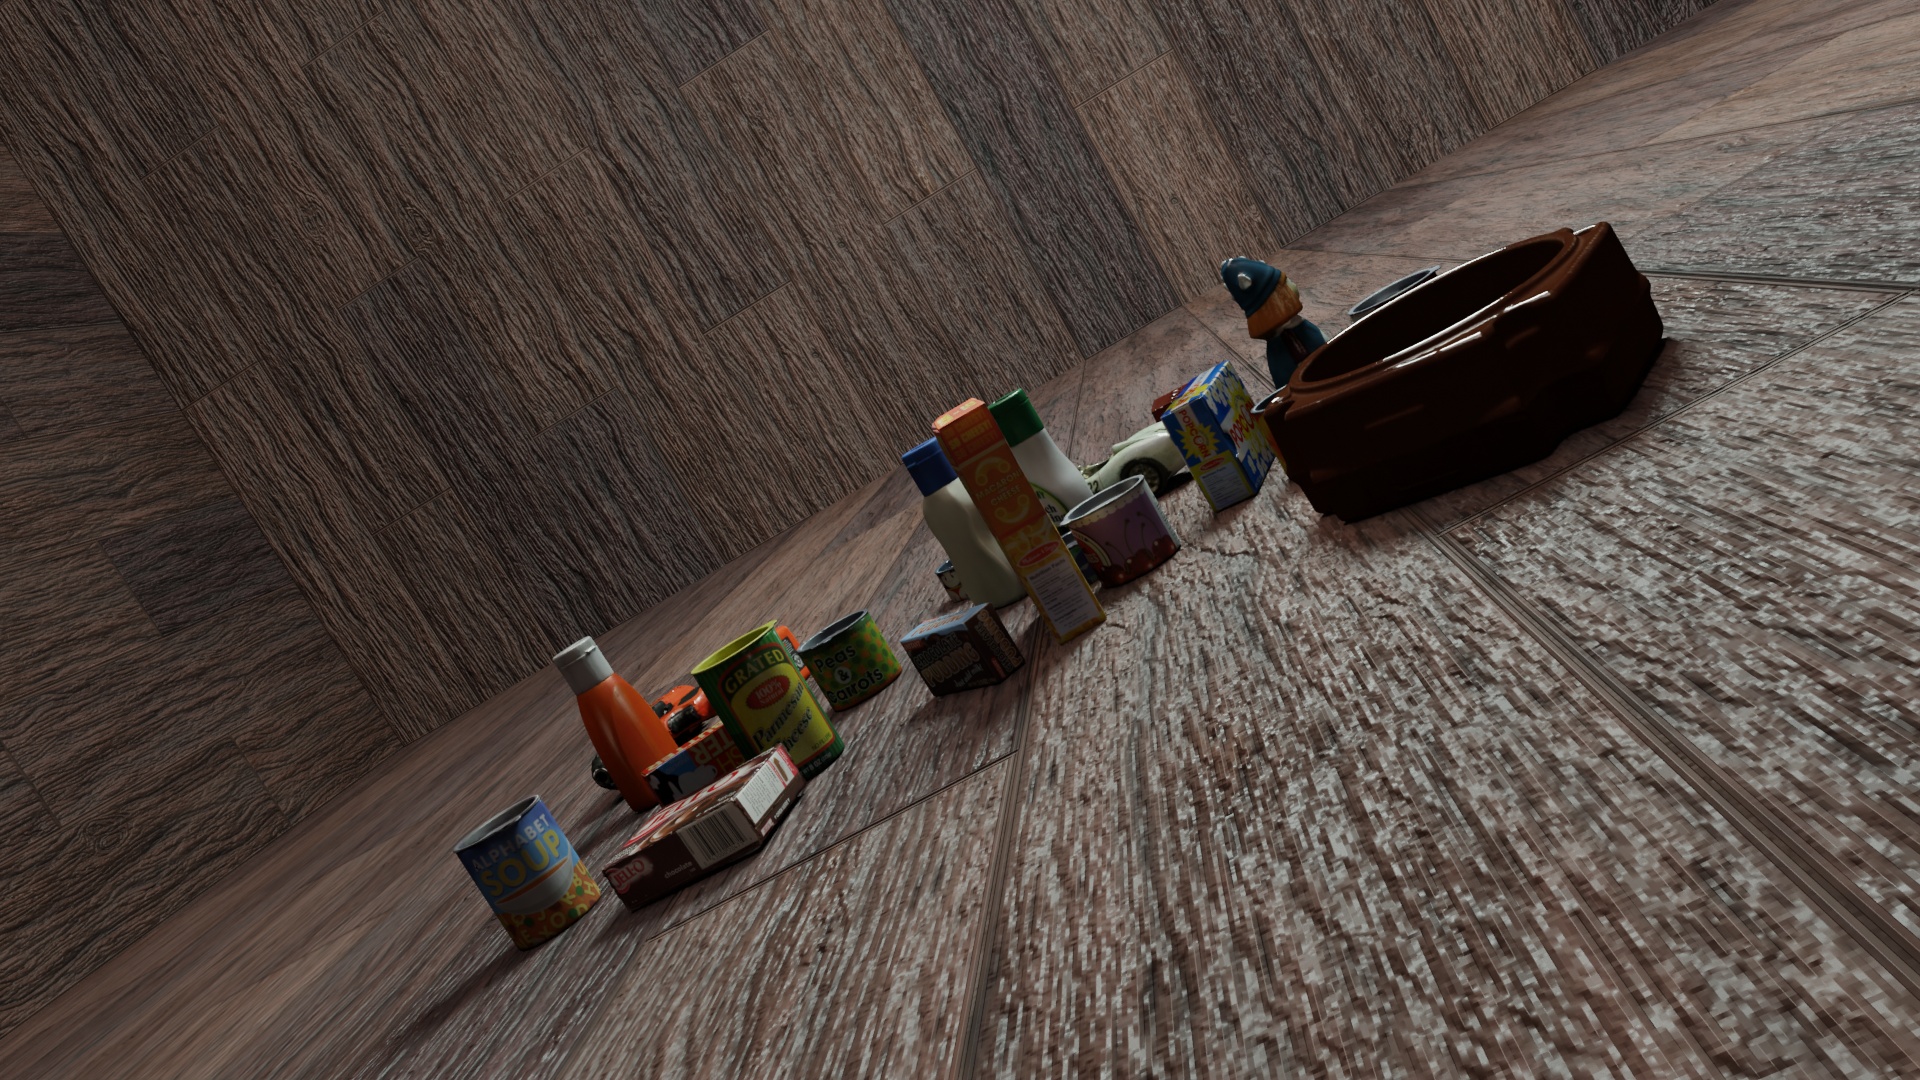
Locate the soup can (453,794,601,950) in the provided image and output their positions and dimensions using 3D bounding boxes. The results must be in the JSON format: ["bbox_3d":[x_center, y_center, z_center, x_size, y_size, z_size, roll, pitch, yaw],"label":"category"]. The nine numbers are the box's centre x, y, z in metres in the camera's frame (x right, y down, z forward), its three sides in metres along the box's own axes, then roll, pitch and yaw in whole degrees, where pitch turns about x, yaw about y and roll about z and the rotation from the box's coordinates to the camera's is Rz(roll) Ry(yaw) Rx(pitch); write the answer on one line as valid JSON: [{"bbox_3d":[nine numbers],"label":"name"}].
[{"bbox_3d":[-0.297,0.229,0.958,0.071,0.083,0.071,-30,7,4],"label":"soup can"}]

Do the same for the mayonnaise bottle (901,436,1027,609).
[{"bbox_3d":[0.004,-0.014,1.146,0.064,0.148,0.041,-22,11,48],"label":"mayonnaise bottle"}]

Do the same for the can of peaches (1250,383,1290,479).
[{"bbox_3d":[0.253,-0.084,0.998,0.071,0.058,0.071,-30,8,4],"label":"can of peaches"}]

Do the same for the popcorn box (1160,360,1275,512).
[{"bbox_3d":[0.203,-0.083,1.076,0.038,0.085,0.127,-27,8,27],"label":"popcorn box"}]

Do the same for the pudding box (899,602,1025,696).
[{"bbox_3d":[0.000,0.075,0.954,0.030,0.049,0.083,-36,9,-35],"label":"pudding box"}]

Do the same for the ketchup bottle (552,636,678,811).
[{"bbox_3d":[-0.289,0.152,1.174,0.043,0.148,0.065,-26,8,31],"label":"ketchup bottle"}]

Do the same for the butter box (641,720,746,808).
[{"bbox_3d":[-0.178,0.166,1.030,0.104,0.053,0.024,-33,8,-22],"label":"butter box"}]

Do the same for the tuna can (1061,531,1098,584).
[{"bbox_3d":[0.092,0.013,1.072,0.071,0.033,0.071,-30,8,4],"label":"tuna can"}]

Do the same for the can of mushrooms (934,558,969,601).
[{"bbox_3d":[0.014,0.025,1.281,0.071,0.033,0.071,-30,8,4],"label":"can of mushrooms"}]

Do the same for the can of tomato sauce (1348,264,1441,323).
[{"bbox_3d":[0.331,-0.145,1.002,0.071,0.083,0.071,-30,7,4],"label":"can of tomato sauce"}]

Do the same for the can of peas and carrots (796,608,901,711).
[{"bbox_3d":[-0.089,0.097,1.117,0.071,0.058,0.071,-30,8,4],"label":"can of peas and carrots"}]

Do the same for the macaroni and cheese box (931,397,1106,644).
[{"bbox_3d":[0.037,-0.017,0.971,0.040,0.166,0.124,-30,7,1],"label":"macaroni and cheese box"}]

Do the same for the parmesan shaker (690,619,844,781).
[{"bbox_3d":[-0.132,0.118,0.980,0.071,0.103,0.071,-30,7,4],"label":"parmesan shaker"}]

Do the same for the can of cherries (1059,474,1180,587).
[{"bbox_3d":[0.115,-0.005,1.007,0.071,0.058,0.071,-30,8,4],"label":"can of cherries"}]

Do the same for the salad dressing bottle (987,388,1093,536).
[{"bbox_3d":[0.071,-0.053,1.146,0.044,0.147,0.064,-34,8,-25],"label":"salad dressing bottle"}]
